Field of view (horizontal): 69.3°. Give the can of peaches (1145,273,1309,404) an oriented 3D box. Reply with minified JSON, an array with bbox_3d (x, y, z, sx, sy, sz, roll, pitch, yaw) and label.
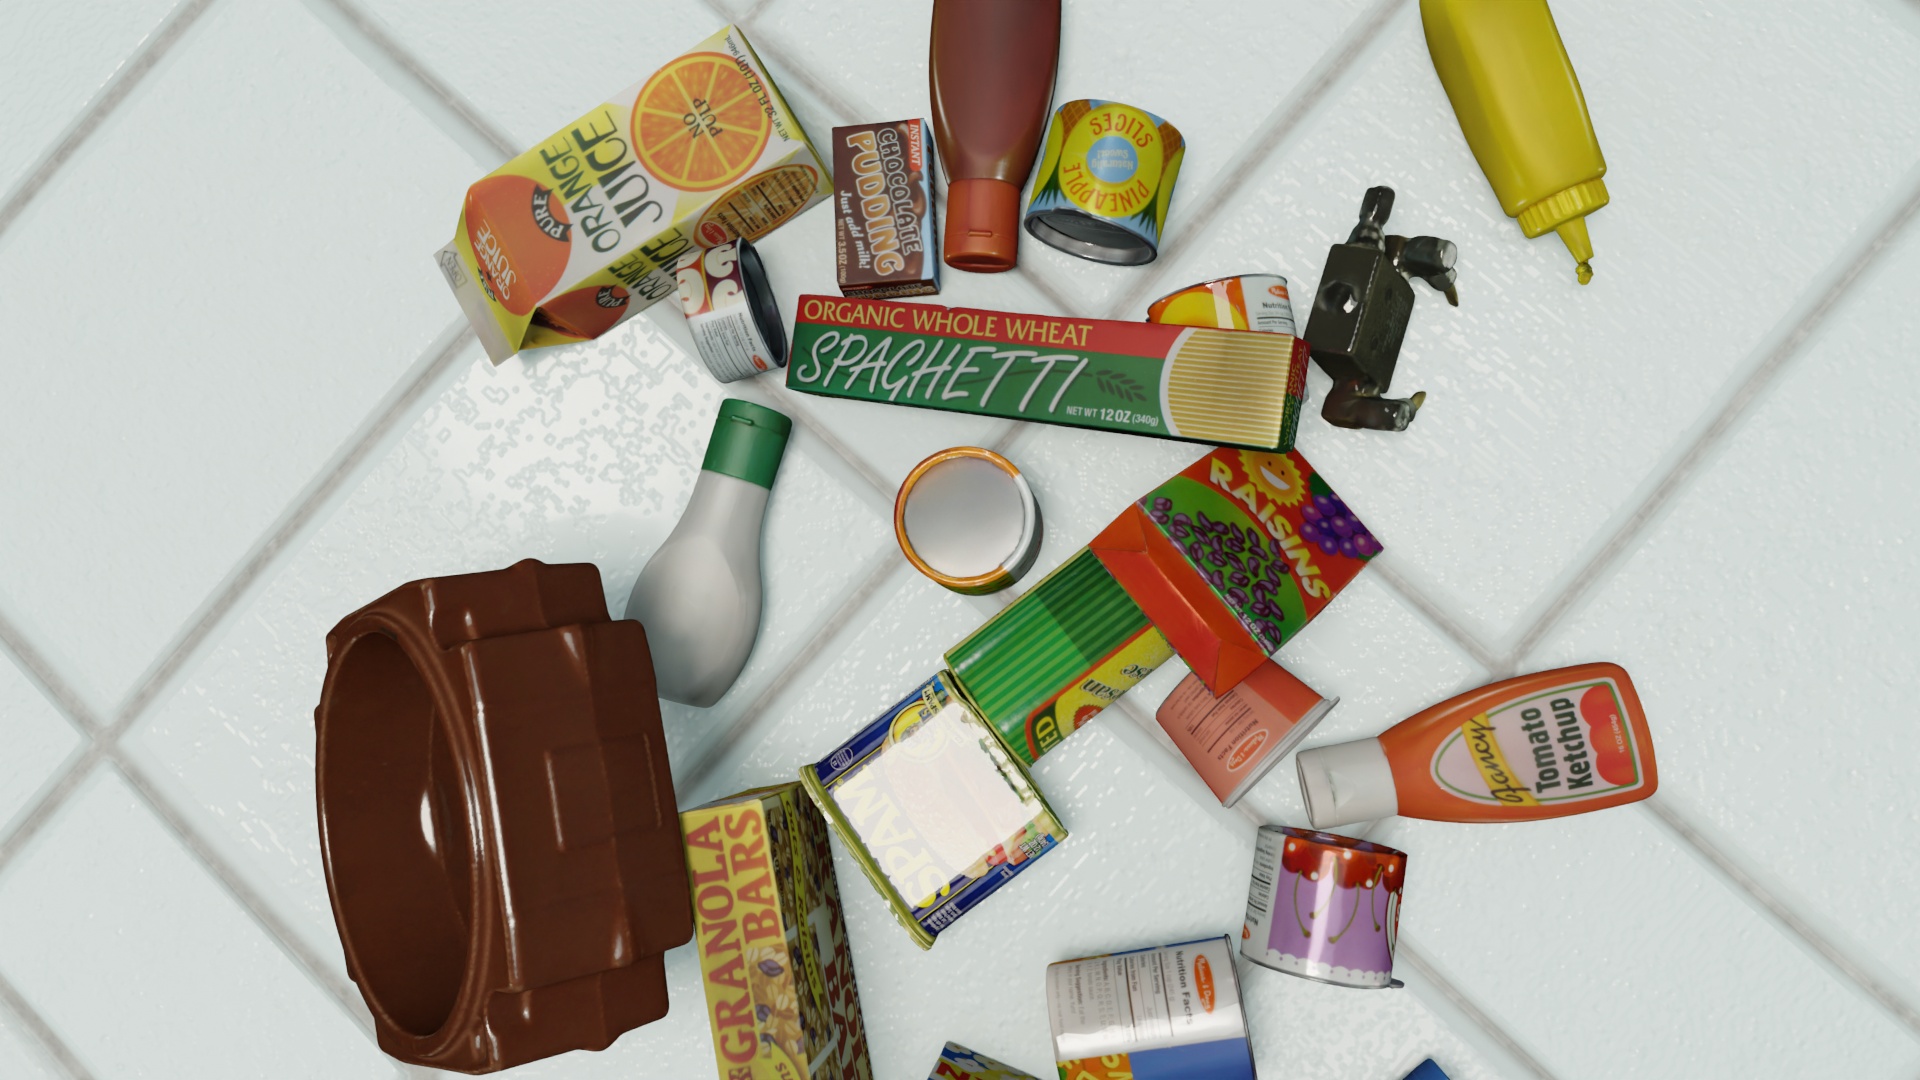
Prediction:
[{"bbox_3d":[0.123,-0.086,0.650,0.071,0.071,0.058,-11,83,5],"label":"can of peaches"}]

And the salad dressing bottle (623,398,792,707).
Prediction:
[{"bbox_3d":[-0.120,0.005,0.679,0.064,0.044,0.147,16,85,10],"label":"salad dressing bottle"}]

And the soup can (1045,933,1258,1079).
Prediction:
[{"bbox_3d":[0.086,0.218,0.621,0.084,0.071,0.071,-11,83,6],"label":"soup can"}]

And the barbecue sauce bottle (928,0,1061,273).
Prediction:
[{"bbox_3d":[0.014,-0.209,0.686,0.065,0.043,0.148,4,85,2],"label":"barbecue sauce bottle"}]

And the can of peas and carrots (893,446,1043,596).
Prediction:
[{"bbox_3d":[0.002,-0.008,0.658,0.071,0.058,0.071,-1,83,6],"label":"can of peas and carrots"}]

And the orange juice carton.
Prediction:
[{"bbox_3d":[-0.166,-0.163,0.687,0.193,0.073,0.072,-31,82,3],"label":"orange juice carton"}]

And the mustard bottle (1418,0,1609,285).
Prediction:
[{"bbox_3d":[0.264,-0.194,0.648,0.049,0.065,0.160,-22,88,9],"label":"mustard bottle"}]

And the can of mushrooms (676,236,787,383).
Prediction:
[{"bbox_3d":[-0.111,-0.114,0.680,0.033,0.071,0.071,-17,82,6],"label":"can of mushrooms"}]

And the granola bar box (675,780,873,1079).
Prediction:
[{"bbox_3d":[-0.076,0.193,0.611,0.039,0.124,0.165,-12,83,4],"label":"granola bar box"}]

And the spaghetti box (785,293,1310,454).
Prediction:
[{"bbox_3d":[0.031,-0.079,0.639,0.250,0.029,0.050,9,92,25],"label":"spaghetti box"}]

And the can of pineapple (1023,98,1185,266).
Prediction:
[{"bbox_3d":[0.069,-0.170,0.662,0.071,0.071,0.058,15,86,8],"label":"can of pineapple"}]

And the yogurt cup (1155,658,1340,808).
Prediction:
[{"bbox_3d":[0.126,0.080,0.632,0.072,0.072,0.054,-45,73,1],"label":"yogurt cup"}]

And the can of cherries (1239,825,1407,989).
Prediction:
[{"bbox_3d":[0.164,0.162,0.617,0.071,0.071,0.058,9,84,8],"label":"can of cherries"}]

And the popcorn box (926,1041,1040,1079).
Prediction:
[{"bbox_3d":[0.039,0.271,0.609,0.127,0.085,0.038,19,89,9],"label":"popcorn box"}]

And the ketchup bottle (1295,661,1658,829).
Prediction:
[{"bbox_3d":[0.229,0.099,0.628,0.149,0.043,0.065,-12,82,6],"label":"ketchup bottle"}]

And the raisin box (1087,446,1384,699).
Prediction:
[{"bbox_3d":[0.125,0.004,0.614,0.086,0.124,0.040,50,133,9],"label":"raisin box"}]

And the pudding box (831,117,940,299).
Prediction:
[{"bbox_3d":[-0.037,-0.164,0.694,0.050,0.030,0.084,-3,84,5],"label":"pudding box"}]

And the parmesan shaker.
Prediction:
[{"bbox_3d":[0.052,0.047,0.639,0.103,0.071,0.071,-38,81,2],"label":"parmesan shaker"}]

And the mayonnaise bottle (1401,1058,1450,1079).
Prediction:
[{"bbox_3d":[0.165,0.292,0.615,0.148,0.041,0.065,-40,75,0],"label":"mayonnaise bottle"}]
